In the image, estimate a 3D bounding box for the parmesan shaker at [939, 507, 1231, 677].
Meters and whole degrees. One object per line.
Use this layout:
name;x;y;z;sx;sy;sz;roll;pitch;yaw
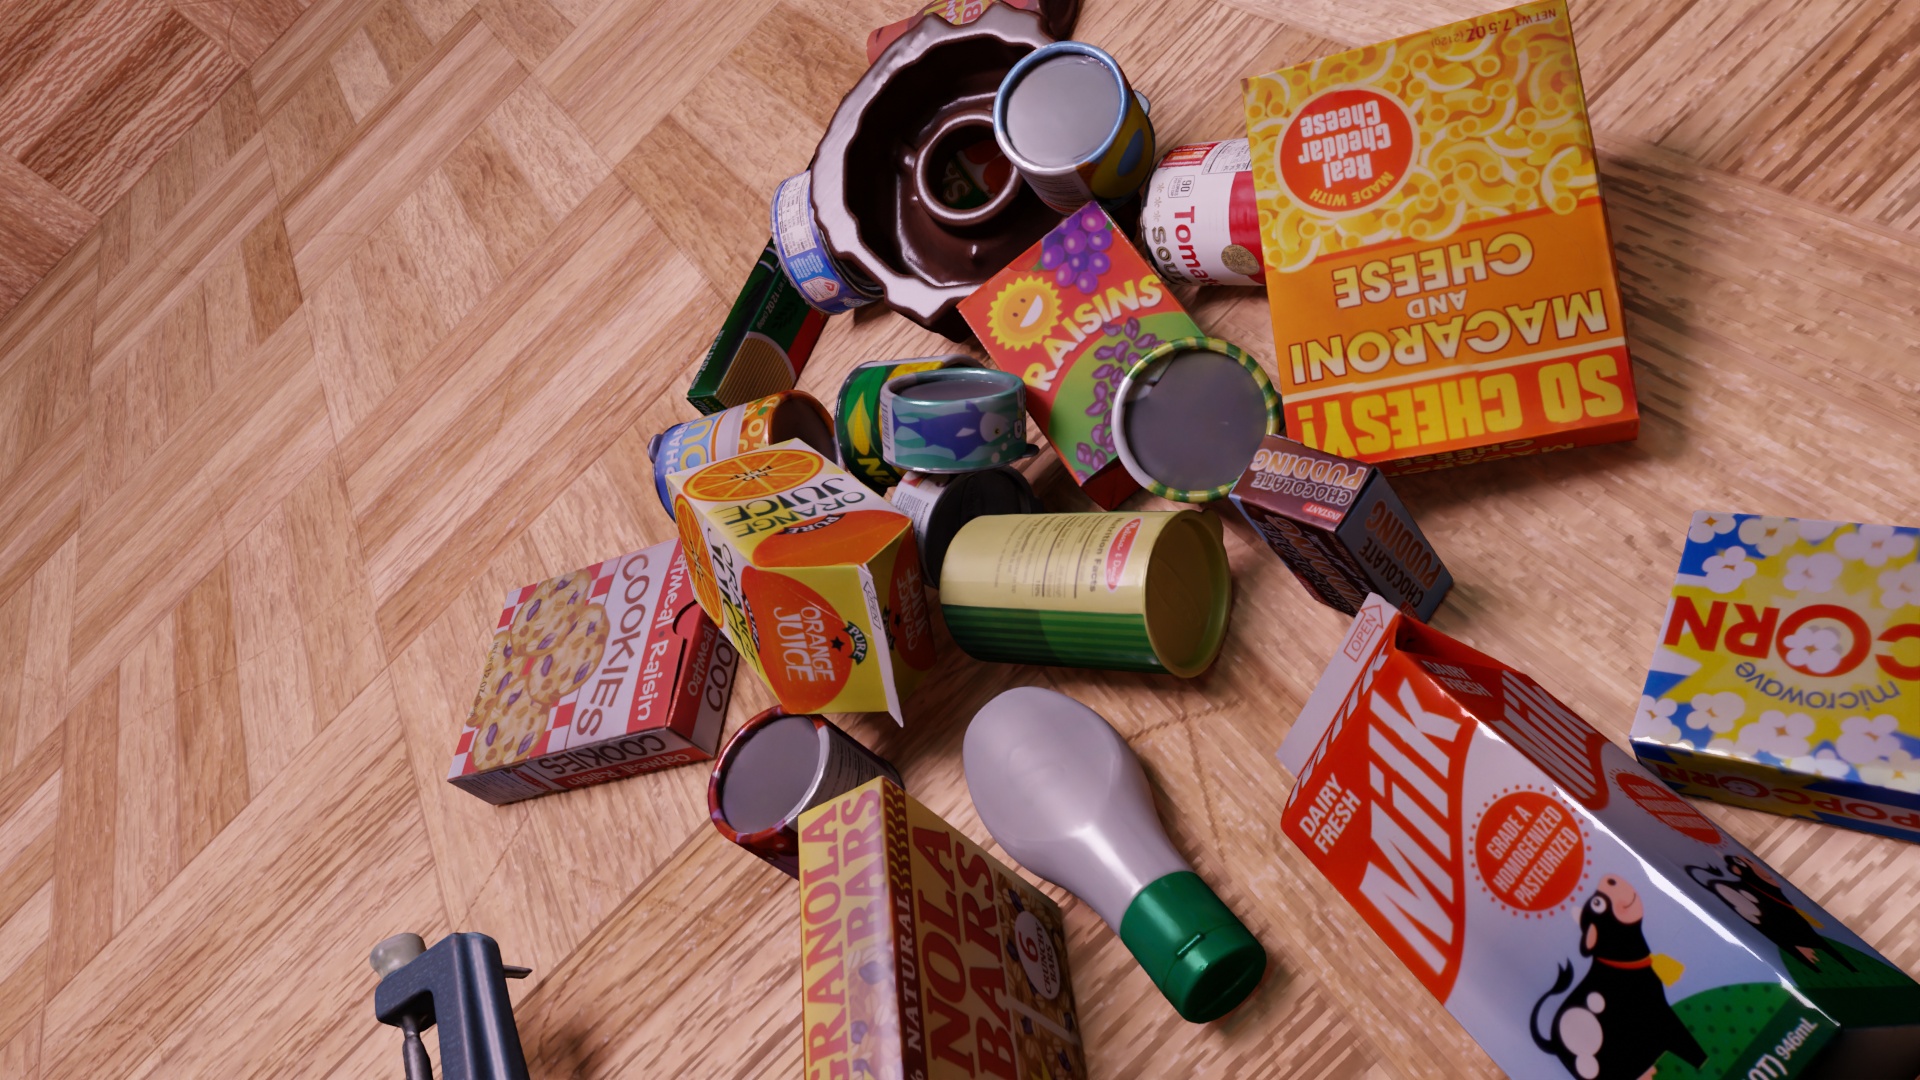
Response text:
parmesan shaker;0.052;0.019;0.579;0.103;0.071;0.071;0;59;40

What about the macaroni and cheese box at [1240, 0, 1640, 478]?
macaroni and cheese box;0.182;-0.111;0.536;0.123;0.040;0.166;-9;77;21

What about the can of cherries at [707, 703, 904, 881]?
can of cherries;-0.069;0.113;0.608;0.071;0.058;0.072;-21;47;25

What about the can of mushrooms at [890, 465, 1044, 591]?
can of mushrooms;0.002;-0.008;0.642;0.033;0.071;0.071;21;73;47

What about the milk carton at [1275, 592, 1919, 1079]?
milk carton;0.165;0.094;0.405;0.191;0.073;0.072;49;119;49

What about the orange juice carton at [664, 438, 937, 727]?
orange juice carton;-0.069;0.017;0.631;0.073;0.071;0.193;-18;24;-21

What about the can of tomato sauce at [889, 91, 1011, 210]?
can of tomato sauce;-0.009;-0.220;0.815;0.083;0.071;0.071;-34;43;12

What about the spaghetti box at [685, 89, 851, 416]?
spaghetti box;-0.095;-0.176;0.864;0.028;0.050;0.251;3;60;39

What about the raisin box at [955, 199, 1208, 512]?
raisin box;0.064;-0.087;0.647;0.086;0.040;0.124;-37;58;10

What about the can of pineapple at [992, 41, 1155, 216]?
can of pineapple;0.055;-0.197;0.661;0.071;0.058;0.071;-3;82;19

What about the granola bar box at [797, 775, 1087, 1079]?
granola bar box;-0.001;0.178;0.452;0.039;0.124;0.166;-27;45;20

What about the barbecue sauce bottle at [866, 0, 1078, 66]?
barbecue sauce bottle;0.005;-0.339;0.916;0.148;0.043;0.065;-4;57;38

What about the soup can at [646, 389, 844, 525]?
soup can;-0.117;-0.043;0.760;0.083;0.071;0.072;-13;51;32

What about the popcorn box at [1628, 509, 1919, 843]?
popcorn box;0.272;0.041;0.401;0.126;0.038;0.085;8;64;43

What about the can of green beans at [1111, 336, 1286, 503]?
can of green beans;0.096;-0.048;0.567;0.071;0.058;0.071;0;92;10

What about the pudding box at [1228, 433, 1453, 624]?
pudding box;0.140;-0.001;0.508;0.050;0.083;0.030;26;78;47

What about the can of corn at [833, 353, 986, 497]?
can of corn;-0.020;-0.057;0.698;0.058;0.071;0.071;0;59;39

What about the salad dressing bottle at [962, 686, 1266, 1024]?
salad dressing bottle;0.054;0.113;0.519;0.064;0.044;0.148;-41;42;-3

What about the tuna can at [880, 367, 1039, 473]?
tuna can;0.000;-0.055;0.622;0.071;0.032;0.071;-2;20;1

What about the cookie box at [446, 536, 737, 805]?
cookie box;-0.196;0.069;0.759;0.167;0.040;0.123;-16;49;29
